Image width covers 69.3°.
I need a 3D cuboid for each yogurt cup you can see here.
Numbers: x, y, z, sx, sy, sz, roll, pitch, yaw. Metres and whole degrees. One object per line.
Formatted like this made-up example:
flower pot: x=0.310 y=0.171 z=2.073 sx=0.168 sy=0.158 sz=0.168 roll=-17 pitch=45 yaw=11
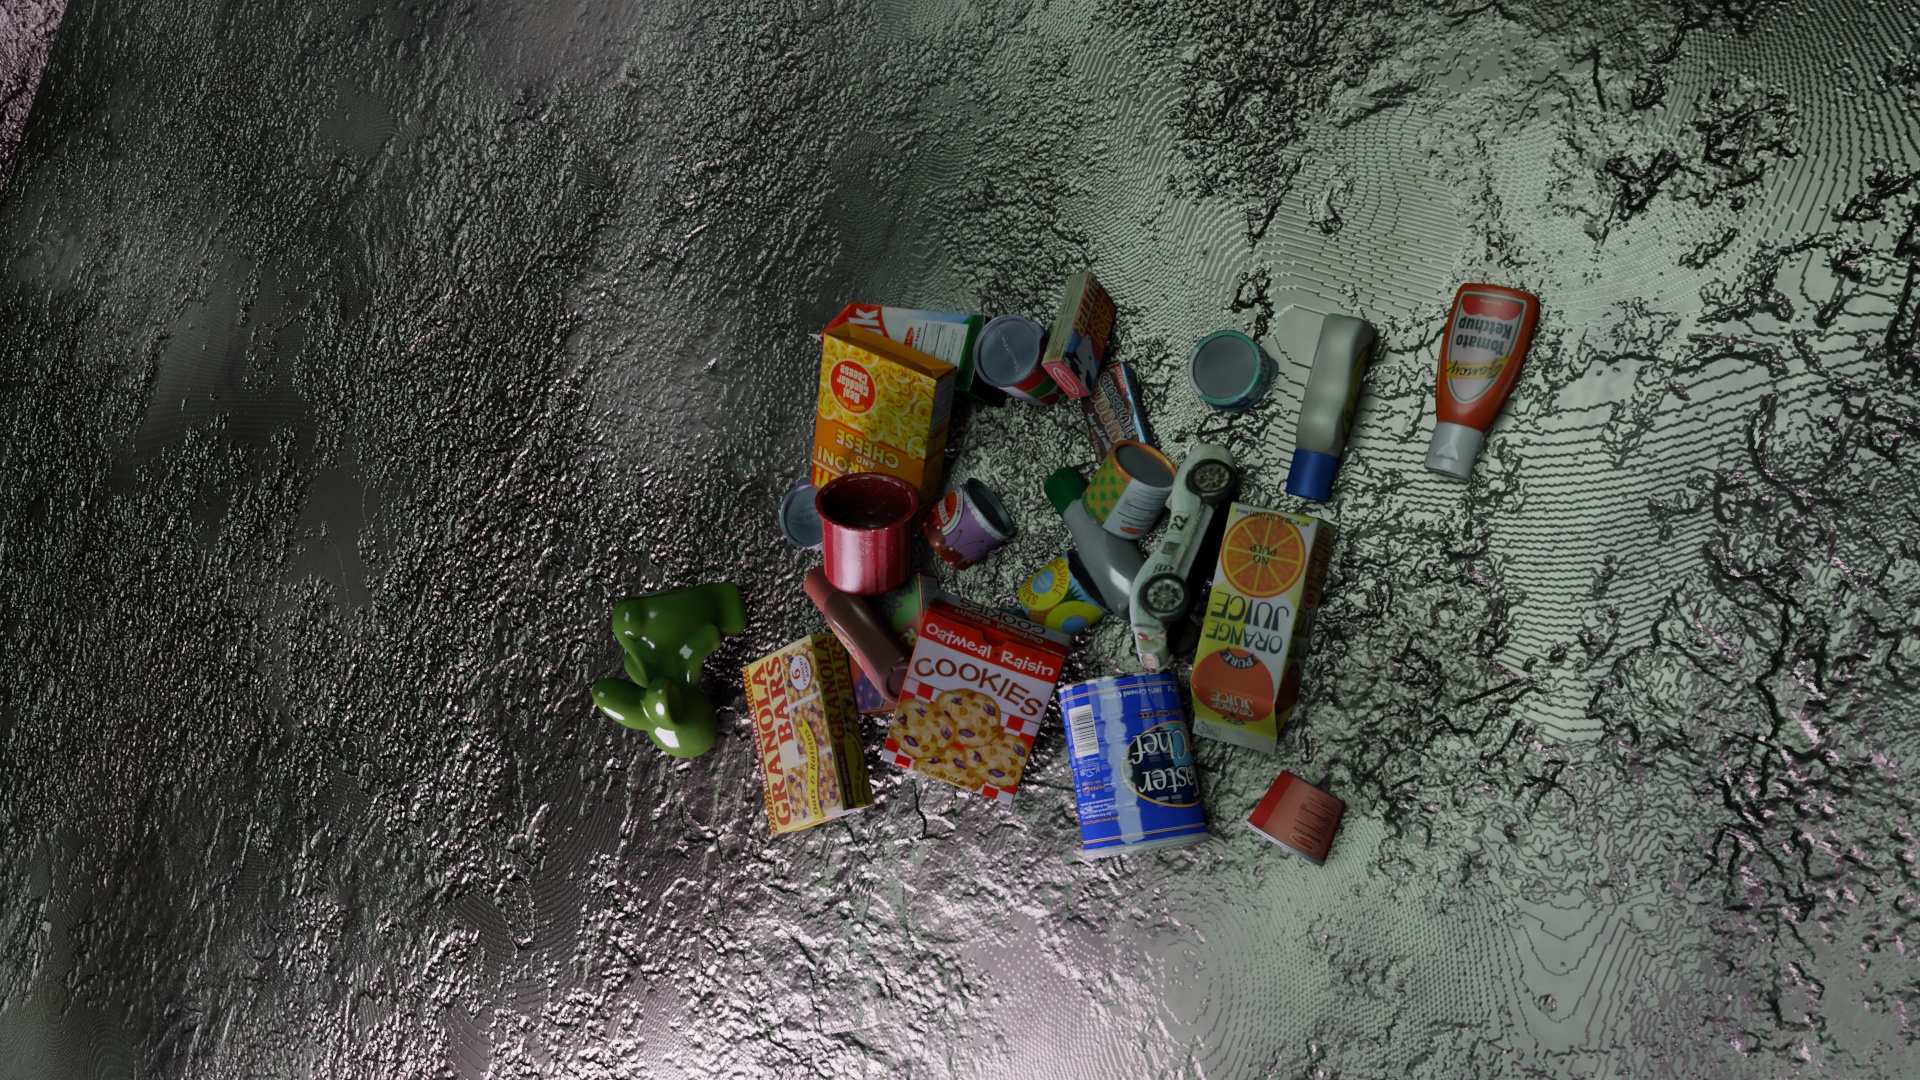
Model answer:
yogurt cup: x=0.266 y=0.216 z=1.091 sx=0.072 sy=0.072 sz=0.054 roll=27 pitch=88 yaw=29

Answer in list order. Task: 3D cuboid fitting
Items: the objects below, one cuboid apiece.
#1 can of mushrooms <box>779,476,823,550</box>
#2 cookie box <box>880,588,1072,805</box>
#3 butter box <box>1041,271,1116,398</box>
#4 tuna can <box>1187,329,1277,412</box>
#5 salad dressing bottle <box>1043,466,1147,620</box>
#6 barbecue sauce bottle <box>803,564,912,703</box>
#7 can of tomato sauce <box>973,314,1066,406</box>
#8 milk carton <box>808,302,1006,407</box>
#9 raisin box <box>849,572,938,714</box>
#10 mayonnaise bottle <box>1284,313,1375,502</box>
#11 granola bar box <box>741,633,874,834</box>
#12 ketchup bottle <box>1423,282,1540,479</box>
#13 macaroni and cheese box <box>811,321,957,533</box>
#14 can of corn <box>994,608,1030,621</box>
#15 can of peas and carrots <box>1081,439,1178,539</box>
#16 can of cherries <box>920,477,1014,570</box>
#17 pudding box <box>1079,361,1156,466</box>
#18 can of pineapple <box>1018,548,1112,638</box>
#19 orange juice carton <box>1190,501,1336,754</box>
can of mushrooms: x=-0.142 y=-0.026 z=1.369 sx=0.071 sy=0.033 sz=0.071 roll=-5 pitch=80 yaw=29
cookie box: x=0.012 y=0.136 z=1.190 sx=0.123 sy=0.040 sz=0.166 roll=19 pitch=120 yaw=3
butter box: x=0.106 y=-0.182 z=1.226 sx=0.024 sy=0.053 sz=0.104 roll=-4 pitch=55 yaw=37
tuna can: x=0.231 y=-0.145 z=1.184 sx=0.071 sy=0.033 sz=0.071 roll=-5 pitch=80 yaw=29
salad dressing bottle: x=0.122 y=0.000 z=1.208 sx=0.043 sy=0.064 sz=0.148 roll=-47 pitch=55 yaw=26
barbecue sauce bottle: x=-0.091 y=0.080 z=1.265 sx=0.044 sy=0.064 sz=0.149 roll=-37 pitch=54 yaw=-7
can of tomato sauce: x=0.061 y=-0.162 z=1.251 sx=0.071 sy=0.083 sz=0.071 roll=-5 pitch=80 yaw=28
milk carton: x=-0.050 y=-0.179 z=1.321 sx=0.190 sy=0.072 sz=0.073 roll=11 pitch=87 yaw=29
raisin box: x=-0.060 y=0.098 z=1.301 sx=0.086 sy=0.040 sz=0.123 roll=-10 pitch=78 yaw=26
mayonnaise bottle: x=0.299 y=-0.106 z=1.127 sx=0.041 sy=0.065 sz=0.148 roll=15 pitch=93 yaw=26
granola bar box: x=-0.146 y=0.184 z=1.314 sx=0.123 sy=0.039 sz=0.166 roll=-28 pitch=69 yaw=44
ketchup bottle: x=0.400 y=-0.123 z=1.083 sx=0.065 sy=0.043 sz=0.148 roll=17 pitch=91 yaw=29
macaroni and cheese box: x=-0.075 y=-0.103 z=1.286 sx=0.124 sy=0.040 sz=0.165 roll=25 pitch=126 yaw=22
can of corn: x=0.033 y=0.091 z=1.235 sx=0.071 sy=0.071 sz=0.058 roll=-4 pitch=81 yaw=28
can of peas and carrots: x=0.145 y=-0.046 z=1.187 sx=0.071 sy=0.071 sz=0.058 roll=49 pitch=131 yaw=25
can of cherries: x=0.005 y=-0.016 z=1.266 sx=0.058 sy=0.071 sz=0.071 roll=-37 pitch=67 yaw=20
pudding box: x=0.138 y=-0.110 z=1.231 sx=0.049 sy=0.030 sz=0.084 roll=-20 pitch=73 yaw=24
can of pineapple: x=0.091 y=0.049 z=1.209 sx=0.057 sy=0.071 sz=0.071 roll=-37 pitch=67 yaw=19
orange juice carton: x=0.241 y=0.071 z=1.121 sx=0.072 sy=0.073 sz=0.192 roll=13 pitch=89 yaw=28
